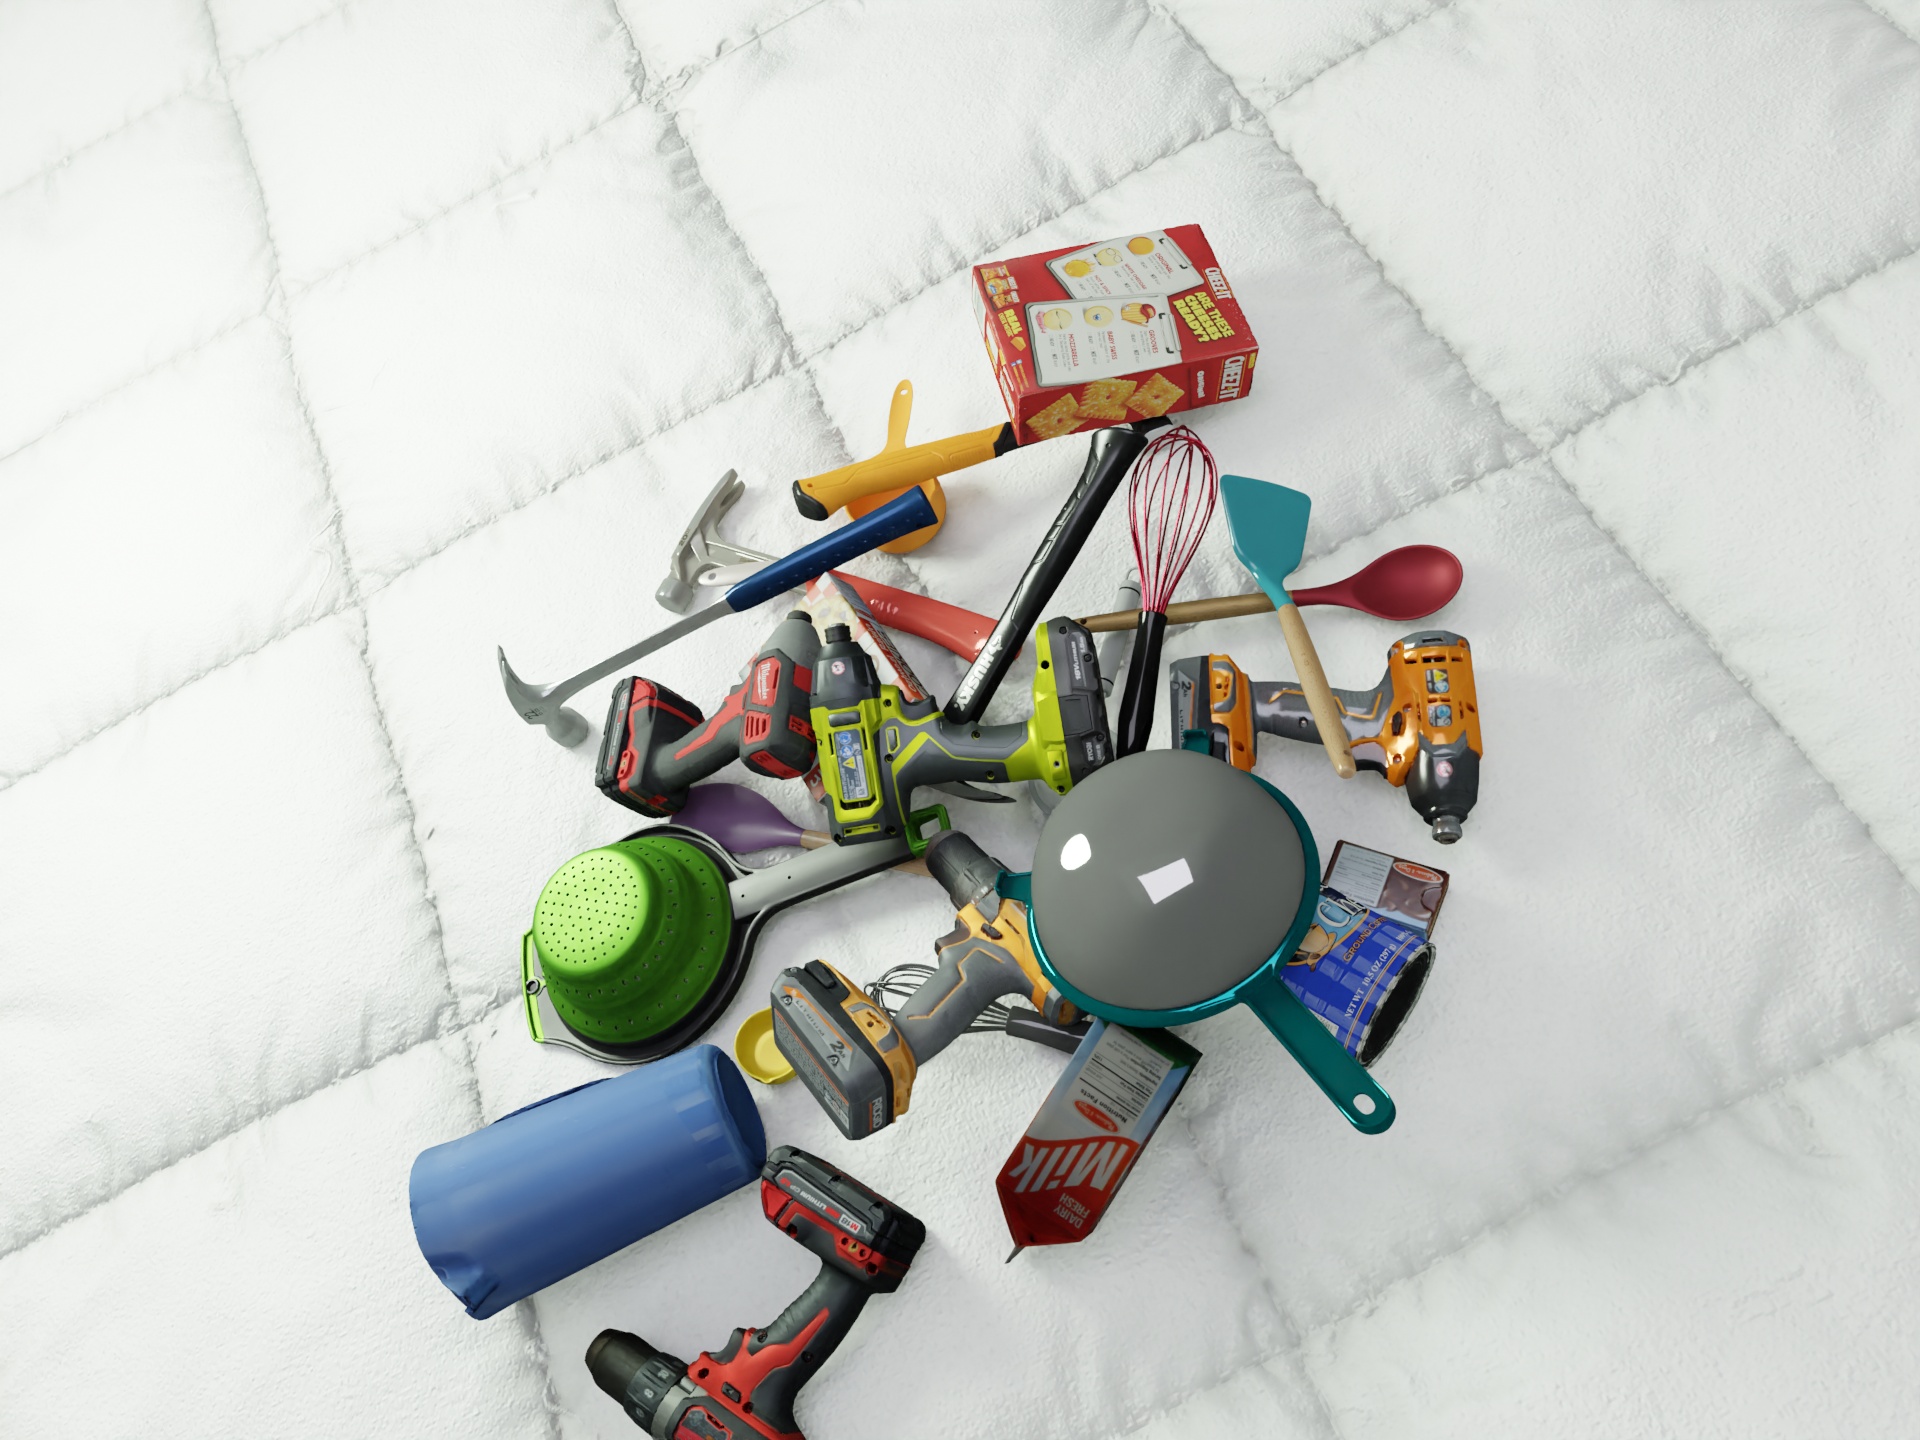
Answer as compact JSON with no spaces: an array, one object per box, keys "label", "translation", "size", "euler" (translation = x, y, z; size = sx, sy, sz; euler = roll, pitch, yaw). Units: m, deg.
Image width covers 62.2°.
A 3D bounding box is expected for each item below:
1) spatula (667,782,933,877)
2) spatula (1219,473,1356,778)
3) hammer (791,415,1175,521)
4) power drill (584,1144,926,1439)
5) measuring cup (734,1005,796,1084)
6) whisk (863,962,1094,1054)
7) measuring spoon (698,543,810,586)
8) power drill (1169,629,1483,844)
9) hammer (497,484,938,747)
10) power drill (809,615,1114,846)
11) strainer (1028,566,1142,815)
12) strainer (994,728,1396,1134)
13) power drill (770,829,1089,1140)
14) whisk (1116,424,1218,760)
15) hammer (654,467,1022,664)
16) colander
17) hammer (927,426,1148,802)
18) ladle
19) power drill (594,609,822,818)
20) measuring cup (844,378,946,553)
[{"label":"spatula","translation":[-0.106,0.100,1.317],"size":[0.316,0.018,0.060],"euler":[11,70,24]},{"label":"spatula","translation":[0.254,-0.075,1.190],"size":[0.082,0.044,0.318],"euler":[11,39,-15]},{"label":"hammer","translation":[0.012,-0.248,1.406],"size":[0.337,0.034,0.127],"euler":[-18,58,-9]},{"label":"power drill","translation":[-0.149,0.420,1.131],"size":[0.188,0.080,0.227],"euler":[23,75,28]},{"label":"measuring cup","translation":[-0.096,0.255,1.234],"size":[0.156,0.029,0.062],"euler":[-1,62,5]},{"label":"whisk","translation":[0.039,0.227,1.189],"size":[0.239,0.055,0.055],"euler":[11,67,18]},{"label":"measuring spoon","translation":[-0.181,-0.138,1.428],"size":[0.124,0.018,0.034],"euler":[-8,61,16]},{"label":"power drill","translation":[0.275,0.020,1.198],"size":[0.226,0.084,0.164],"euler":[-4,62,12]},{"label":"hammer","translation":[-0.209,-0.098,1.373],"size":[0.405,0.144,0.035],"euler":[-26,61,6]},{"label":"power drill","translation":[-0.002,-0.004,1.218],"size":[0.223,0.080,0.171],"euler":[-9,87,7]},{"label":"strainer","translation":[0.111,-0.021,1.299],"size":[0.087,0.050,0.259],"euler":[5,61,26]},{"label":"strainer","translation":[0.159,0.128,1.034],"size":[0.211,0.095,0.341],"euler":[-37,44,-4]},{"label":"power drill","translation":[-0.028,0.178,1.154],"size":[0.226,0.084,0.186],"euler":[-26,51,-26]},{"label":"whisk","translation":[0.156,-0.101,1.264],"size":[0.073,0.073,0.296],"euler":[5,73,21]},{"label":"hammer","translation":[-0.102,-0.123,1.425],"size":[0.359,0.036,0.149],"euler":[18,70,26]},{"label":"colander","translation":[-0.202,0.137,1.270],"size":[0.397,0.094,0.205],"euler":[-22,59,11]},{"label":"hammer","translation":[0.055,-0.088,1.289],"size":[0.146,0.035,0.335],"euler":[35,98,34]},{"label":"ladle","translation":[0.242,-0.094,1.284],"size":[0.315,0.031,0.069],"euler":[-7,59,9]},{"label":"power drill","translation":[-0.199,-0.005,1.321],"size":[0.219,0.078,0.143],"euler":[-18,53,37]},{"label":"measuring cup","translation":[-0.053,-0.231,1.457],"size":[0.095,0.052,0.174],"euler":[-3,60,16]}]
